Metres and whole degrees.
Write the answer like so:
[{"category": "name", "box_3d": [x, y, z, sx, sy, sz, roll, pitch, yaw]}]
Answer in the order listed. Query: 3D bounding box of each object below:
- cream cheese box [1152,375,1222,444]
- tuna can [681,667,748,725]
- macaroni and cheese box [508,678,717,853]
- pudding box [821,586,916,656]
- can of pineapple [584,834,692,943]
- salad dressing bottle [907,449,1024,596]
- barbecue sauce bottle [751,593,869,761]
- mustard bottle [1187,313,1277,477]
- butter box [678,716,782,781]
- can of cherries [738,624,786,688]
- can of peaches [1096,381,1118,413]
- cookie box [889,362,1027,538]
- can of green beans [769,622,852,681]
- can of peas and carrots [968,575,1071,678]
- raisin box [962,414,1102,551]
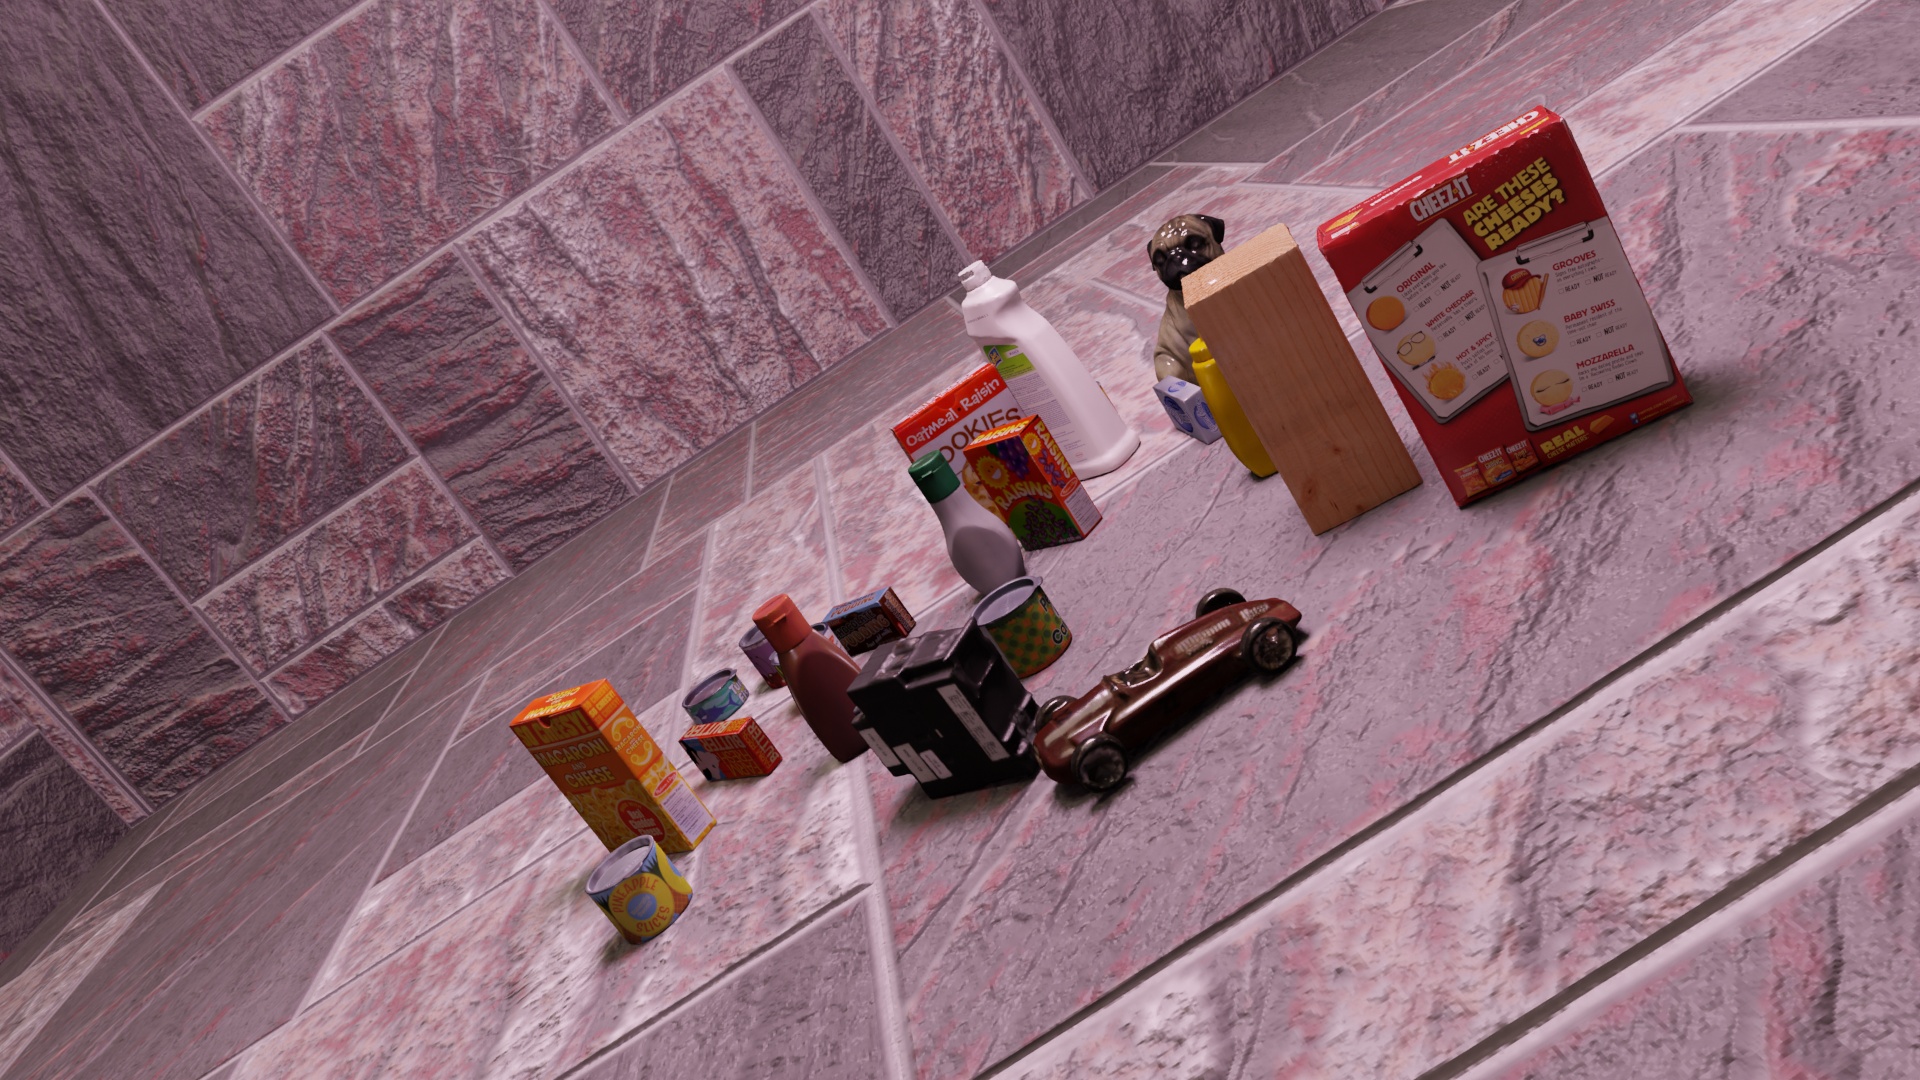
[{"category": "cream cheese box", "box_3d": [0.228, -0.131, 1.386, 0.024, 0.053, 0.104, -34, 17, 0]}, {"category": "tuna can", "box_3d": [-0.259, 0.168, 1.483, 0.071, 0.032, 0.071, -30, 17, 10]}, {"category": "macaroni and cheese box", "box_3d": [-0.310, 0.207, 1.235, 0.123, 0.166, 0.040, -18, 22, 41]}, {"category": "pudding box", "box_3d": [-0.092, 0.081, 1.388, 0.083, 0.049, 0.030, -21, 21, 37]}, {"category": "can of pineapple", "box_3d": [-0.259, 0.283, 1.122, 0.071, 0.057, 0.071, -30, 17, 10]}, {"category": "salad dressing bottle", "box_3d": [0.005, -0.016, 1.313, 0.064, 0.147, 0.044, -29, 17, 15]}, {"category": "barbecue sauce bottle", "box_3d": [-0.121, 0.113, 1.181, 0.065, 0.148, 0.044, -37, 17, -10]}, {"category": "mustard bottle", "box_3d": [0.237, -0.133, 1.189, 0.065, 0.160, 0.049, -31, 17, 9]}, {"category": "butter box", "box_3d": [-0.214, 0.195, 1.292, 0.103, 0.053, 0.024, -16, 24, 46]}, {"category": "can of cherries", "box_3d": [-0.188, 0.113, 1.461, 0.071, 0.058, 0.072, -30, 17, 10]}, {"category": "can of peaches", "box_3d": [0.141, -0.135, 1.546, 0.071, 0.058, 0.071, -30, 17, 10]}, {"category": "cookie box", "box_3d": [0.024, -0.080, 1.419, 0.123, 0.167, 0.040, -35, 17, -6]}, {"category": "can of green beans", "box_3d": [-0.141, 0.122, 1.350, 0.071, 0.057, 0.071, -30, 17, 10]}, {"category": "can of peas and carrots", "box_3d": [0.052, 0.070, 1.142, 0.071, 0.058, 0.071, -30, 17, 10]}, {"category": "raisin box", "box_3d": [0.070, -0.055, 1.342, 0.086, 0.123, 0.040, -13, 26, 50]}]
